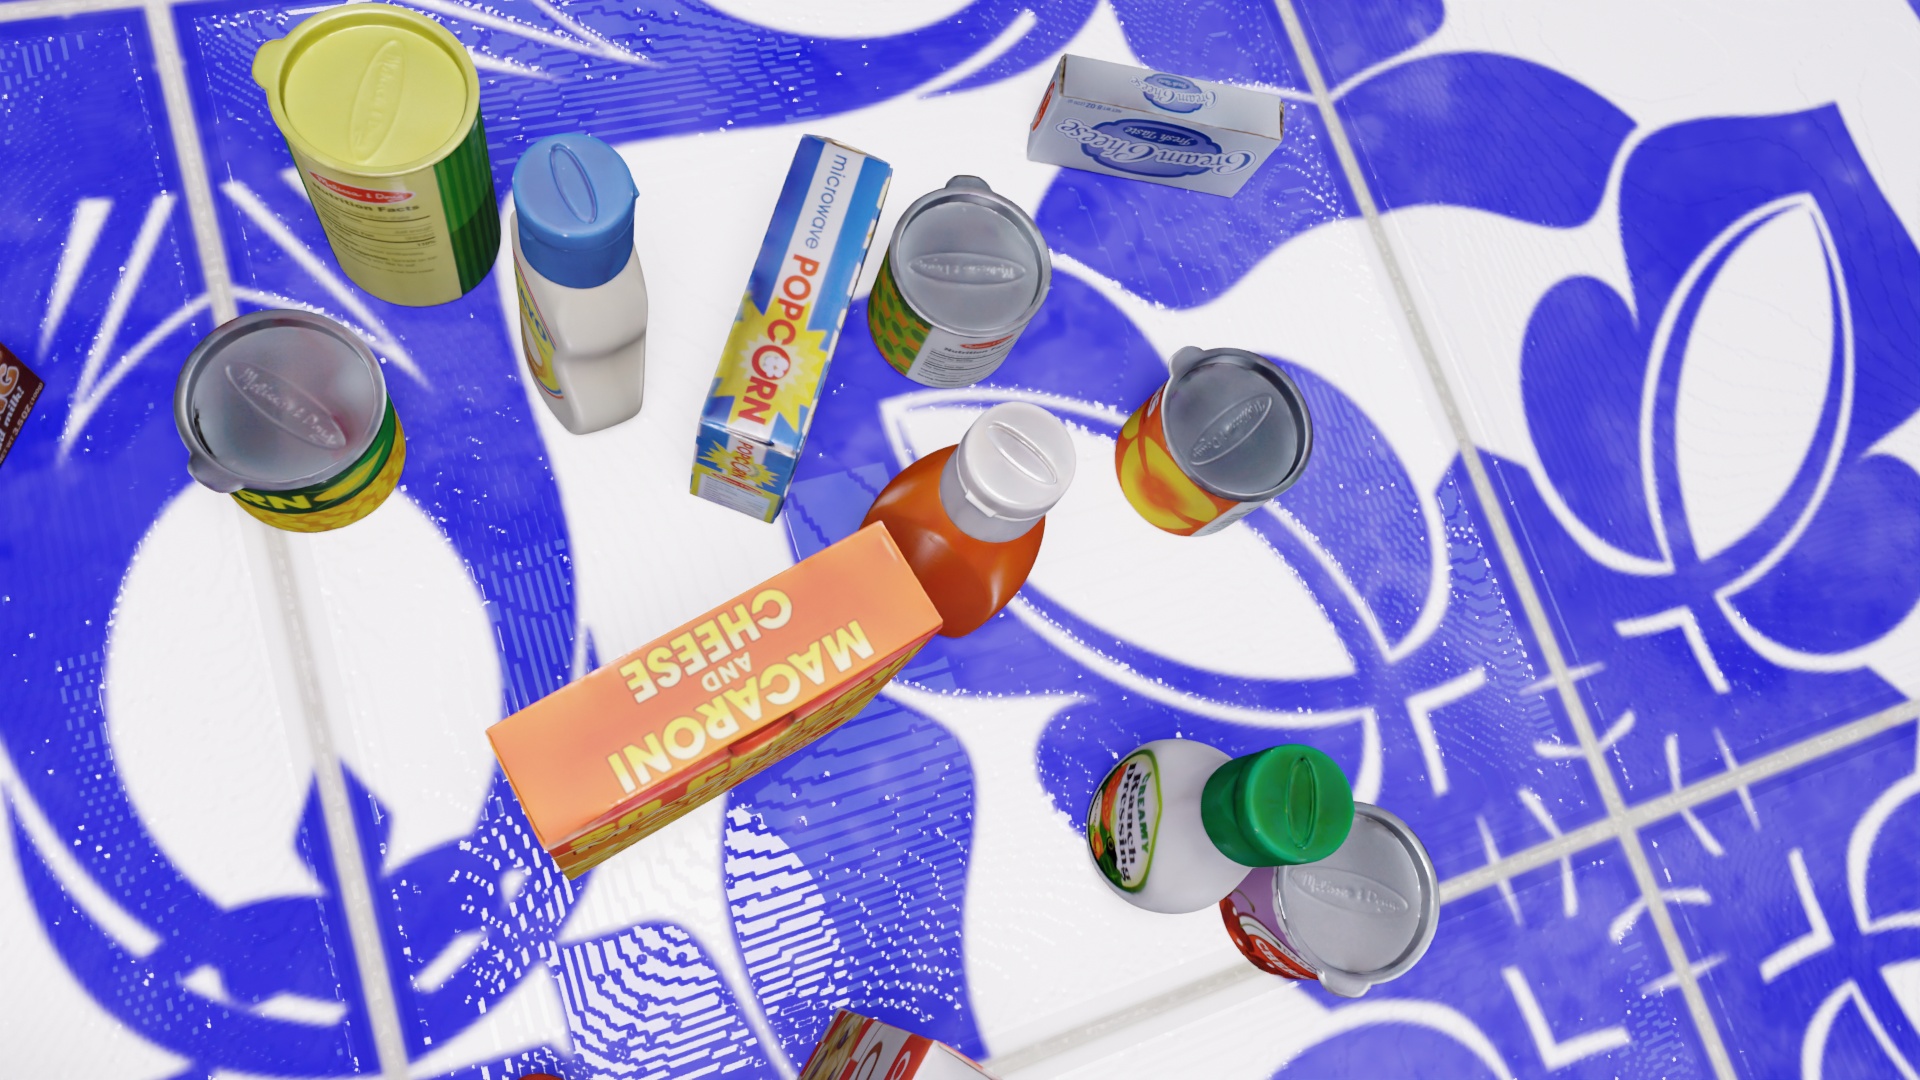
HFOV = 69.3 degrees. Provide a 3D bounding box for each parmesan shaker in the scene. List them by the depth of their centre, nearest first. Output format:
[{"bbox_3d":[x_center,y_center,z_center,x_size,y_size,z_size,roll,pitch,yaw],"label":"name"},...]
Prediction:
[{"bbox_3d":[-0.209,-0.138,0.509,0.071,0.102,0.071,4,74,-13],"label":"parmesan shaker"}]

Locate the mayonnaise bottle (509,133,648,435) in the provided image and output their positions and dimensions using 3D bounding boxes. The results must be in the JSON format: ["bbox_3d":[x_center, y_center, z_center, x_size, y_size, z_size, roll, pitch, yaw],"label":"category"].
[{"bbox_3d":[-0.135,-0.089,0.489,0.041,0.147,0.065,-22,81,-19],"label":"mayonnaise bottle"}]

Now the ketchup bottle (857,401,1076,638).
[{"bbox_3d":[0.002,-0.006,0.498,0.065,0.148,0.044,40,69,0],"label":"ketchup bottle"}]

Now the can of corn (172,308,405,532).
[{"bbox_3d":[-0.238,-0.039,0.496,0.071,0.058,0.071,4,73,-13],"label":"can of corn"}]

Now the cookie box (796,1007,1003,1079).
[{"bbox_3d":[-0.040,0.209,0.415,0.040,0.167,0.123,33,69,-3],"label":"cookie box"}]

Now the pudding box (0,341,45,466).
[{"bbox_3d":[-0.352,-0.031,0.470,0.030,0.049,0.084,18,71,-8],"label":"pudding box"}]

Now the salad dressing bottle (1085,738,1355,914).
[{"bbox_3d":[0.087,0.098,0.489,0.044,0.147,0.064,10,72,-11],"label":"salad dressing bottle"}]

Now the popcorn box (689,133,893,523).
[{"bbox_3d":[-0.066,-0.080,0.537,0.038,0.085,0.127,19,71,-8],"label":"popcorn box"}]

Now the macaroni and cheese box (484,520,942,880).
[{"bbox_3d":[-0.081,0.059,0.449,0.124,0.166,0.040,-29,83,-20],"label":"macaroni and cheese box"}]

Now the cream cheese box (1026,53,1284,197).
[{"bbox_3d":[0.086,-0.185,0.623,0.104,0.053,0.024,7,73,-12],"label":"cream cheese box"}]

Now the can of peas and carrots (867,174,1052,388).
[{"bbox_3d":[-0.002,-0.105,0.575,0.071,0.058,0.071,4,73,-13],"label":"can of peas and carrots"}]

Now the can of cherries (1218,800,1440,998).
[{"bbox_3d":[0.140,0.139,0.538,0.071,0.058,0.071,4,73,-13],"label":"can of cherries"}]

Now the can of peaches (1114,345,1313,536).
[{"bbox_3d":[0.103,-0.041,0.582,0.071,0.058,0.071,4,73,-13],"label":"can of peaches"}]
